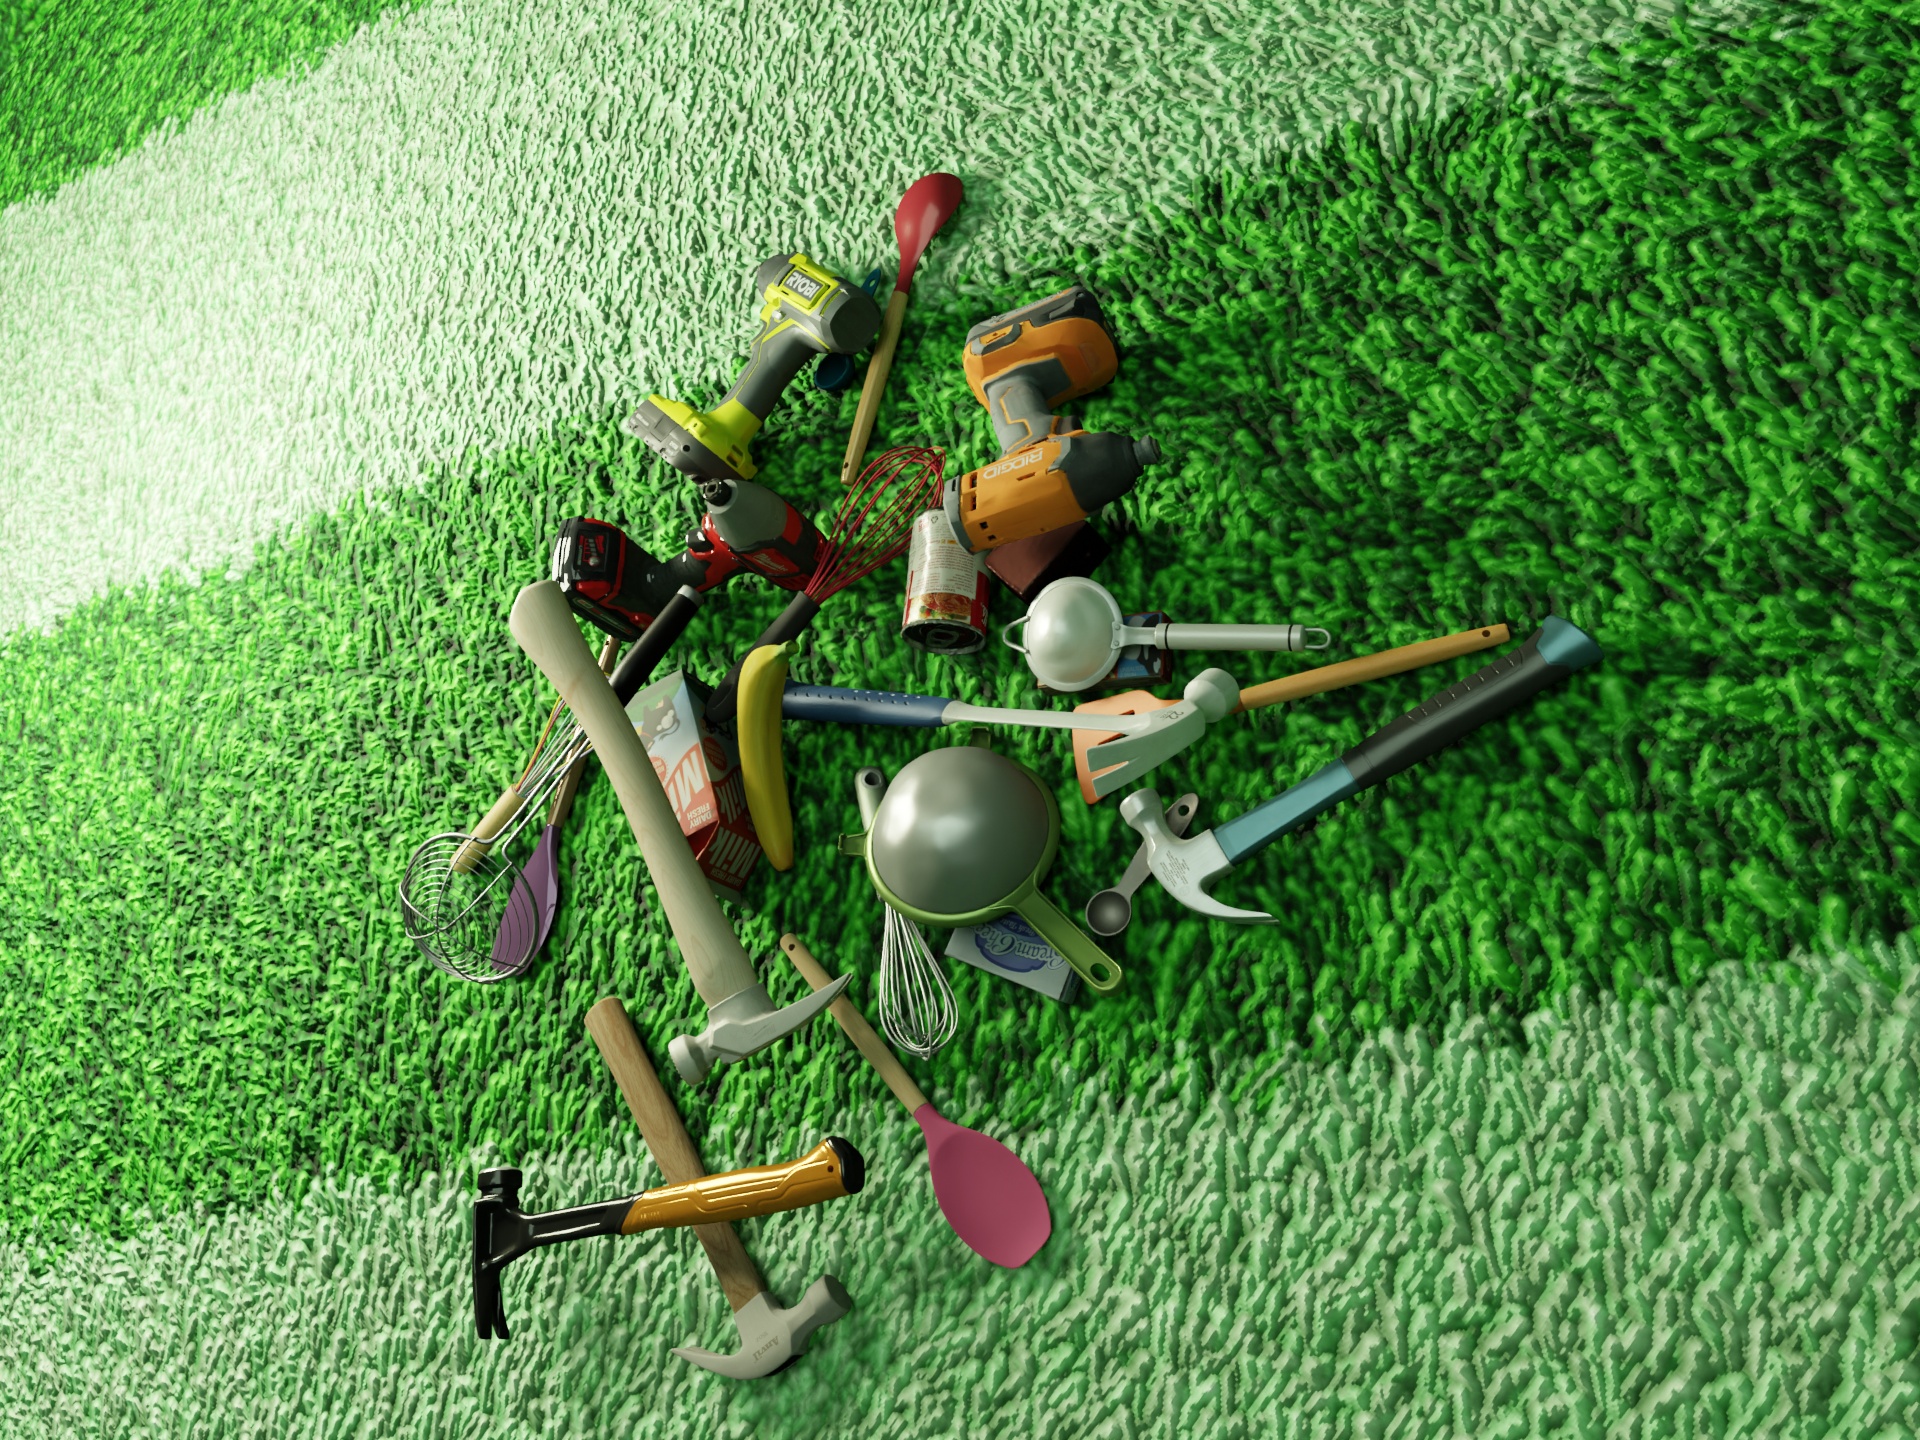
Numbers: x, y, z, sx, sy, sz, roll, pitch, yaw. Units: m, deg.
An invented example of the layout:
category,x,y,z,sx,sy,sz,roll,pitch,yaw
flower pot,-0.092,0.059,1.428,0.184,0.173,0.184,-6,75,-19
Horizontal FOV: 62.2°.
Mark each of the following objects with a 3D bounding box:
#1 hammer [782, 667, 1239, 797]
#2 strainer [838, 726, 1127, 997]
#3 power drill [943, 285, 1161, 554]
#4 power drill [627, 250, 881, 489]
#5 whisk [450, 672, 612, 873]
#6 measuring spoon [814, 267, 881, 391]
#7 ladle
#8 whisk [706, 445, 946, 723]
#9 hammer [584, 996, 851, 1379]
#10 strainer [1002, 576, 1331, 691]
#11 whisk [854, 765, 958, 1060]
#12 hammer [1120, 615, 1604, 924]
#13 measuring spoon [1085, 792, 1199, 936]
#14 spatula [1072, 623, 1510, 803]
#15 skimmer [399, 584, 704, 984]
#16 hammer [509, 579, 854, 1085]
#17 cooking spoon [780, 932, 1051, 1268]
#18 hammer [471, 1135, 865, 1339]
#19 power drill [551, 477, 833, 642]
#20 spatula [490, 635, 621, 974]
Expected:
category,x,y,z,sx,sy,sz,roll,pitch,yaw
hammer,-0.002,-0.004,1.187,0.406,0.144,0.035,4,117,41
strainer,0.026,0.101,1.141,0.151,0.069,0.257,-39,53,-12
power drill,0.074,-0.235,1.228,0.164,0.084,0.227,-16,44,21
power drill,-0.189,-0.317,1.431,0.223,0.080,0.171,-50,46,1
whisk,-0.377,0.046,1.397,0.245,0.047,0.051,-47,51,18
measuring spoon,-0.093,-0.350,1.435,0.042,0.021,0.129,9,71,43
ladle,-0.061,-0.355,1.417,0.069,0.031,0.315,6,75,38
whisk,-0.111,-0.114,1.314,0.073,0.073,0.296,38,87,33
hammer,-0.212,0.350,1.218,0.130,0.031,0.332,-42,57,7
strainer,0.140,-0.063,1.161,0.258,0.050,0.087,2,89,24
whisk,-0.049,0.141,1.210,0.057,0.059,0.247,-5,58,-14
hammer,0.277,0.028,1.083,0.331,0.033,0.128,-32,65,11
measuring spoon,0.135,0.104,1.146,0.034,0.018,0.124,33,81,31
spatula,0.228,-0.017,1.138,0.322,0.041,0.081,-15,64,17
skimmer,-0.321,0.046,1.302,0.127,0.090,0.363,32,74,9
hammer,-0.234,0.064,1.231,0.146,0.038,0.411,-28,77,-5
cooking spoon,-0.043,0.268,1.170,0.069,0.017,0.319,-46,58,2
hammer,-0.221,0.369,1.176,0.337,0.034,0.127,-17,62,20
power drill,-0.234,-0.143,1.357,0.220,0.143,0.079,-13,63,25
spatula,-0.350,0.069,1.406,0.060,0.018,0.316,6,75,34
